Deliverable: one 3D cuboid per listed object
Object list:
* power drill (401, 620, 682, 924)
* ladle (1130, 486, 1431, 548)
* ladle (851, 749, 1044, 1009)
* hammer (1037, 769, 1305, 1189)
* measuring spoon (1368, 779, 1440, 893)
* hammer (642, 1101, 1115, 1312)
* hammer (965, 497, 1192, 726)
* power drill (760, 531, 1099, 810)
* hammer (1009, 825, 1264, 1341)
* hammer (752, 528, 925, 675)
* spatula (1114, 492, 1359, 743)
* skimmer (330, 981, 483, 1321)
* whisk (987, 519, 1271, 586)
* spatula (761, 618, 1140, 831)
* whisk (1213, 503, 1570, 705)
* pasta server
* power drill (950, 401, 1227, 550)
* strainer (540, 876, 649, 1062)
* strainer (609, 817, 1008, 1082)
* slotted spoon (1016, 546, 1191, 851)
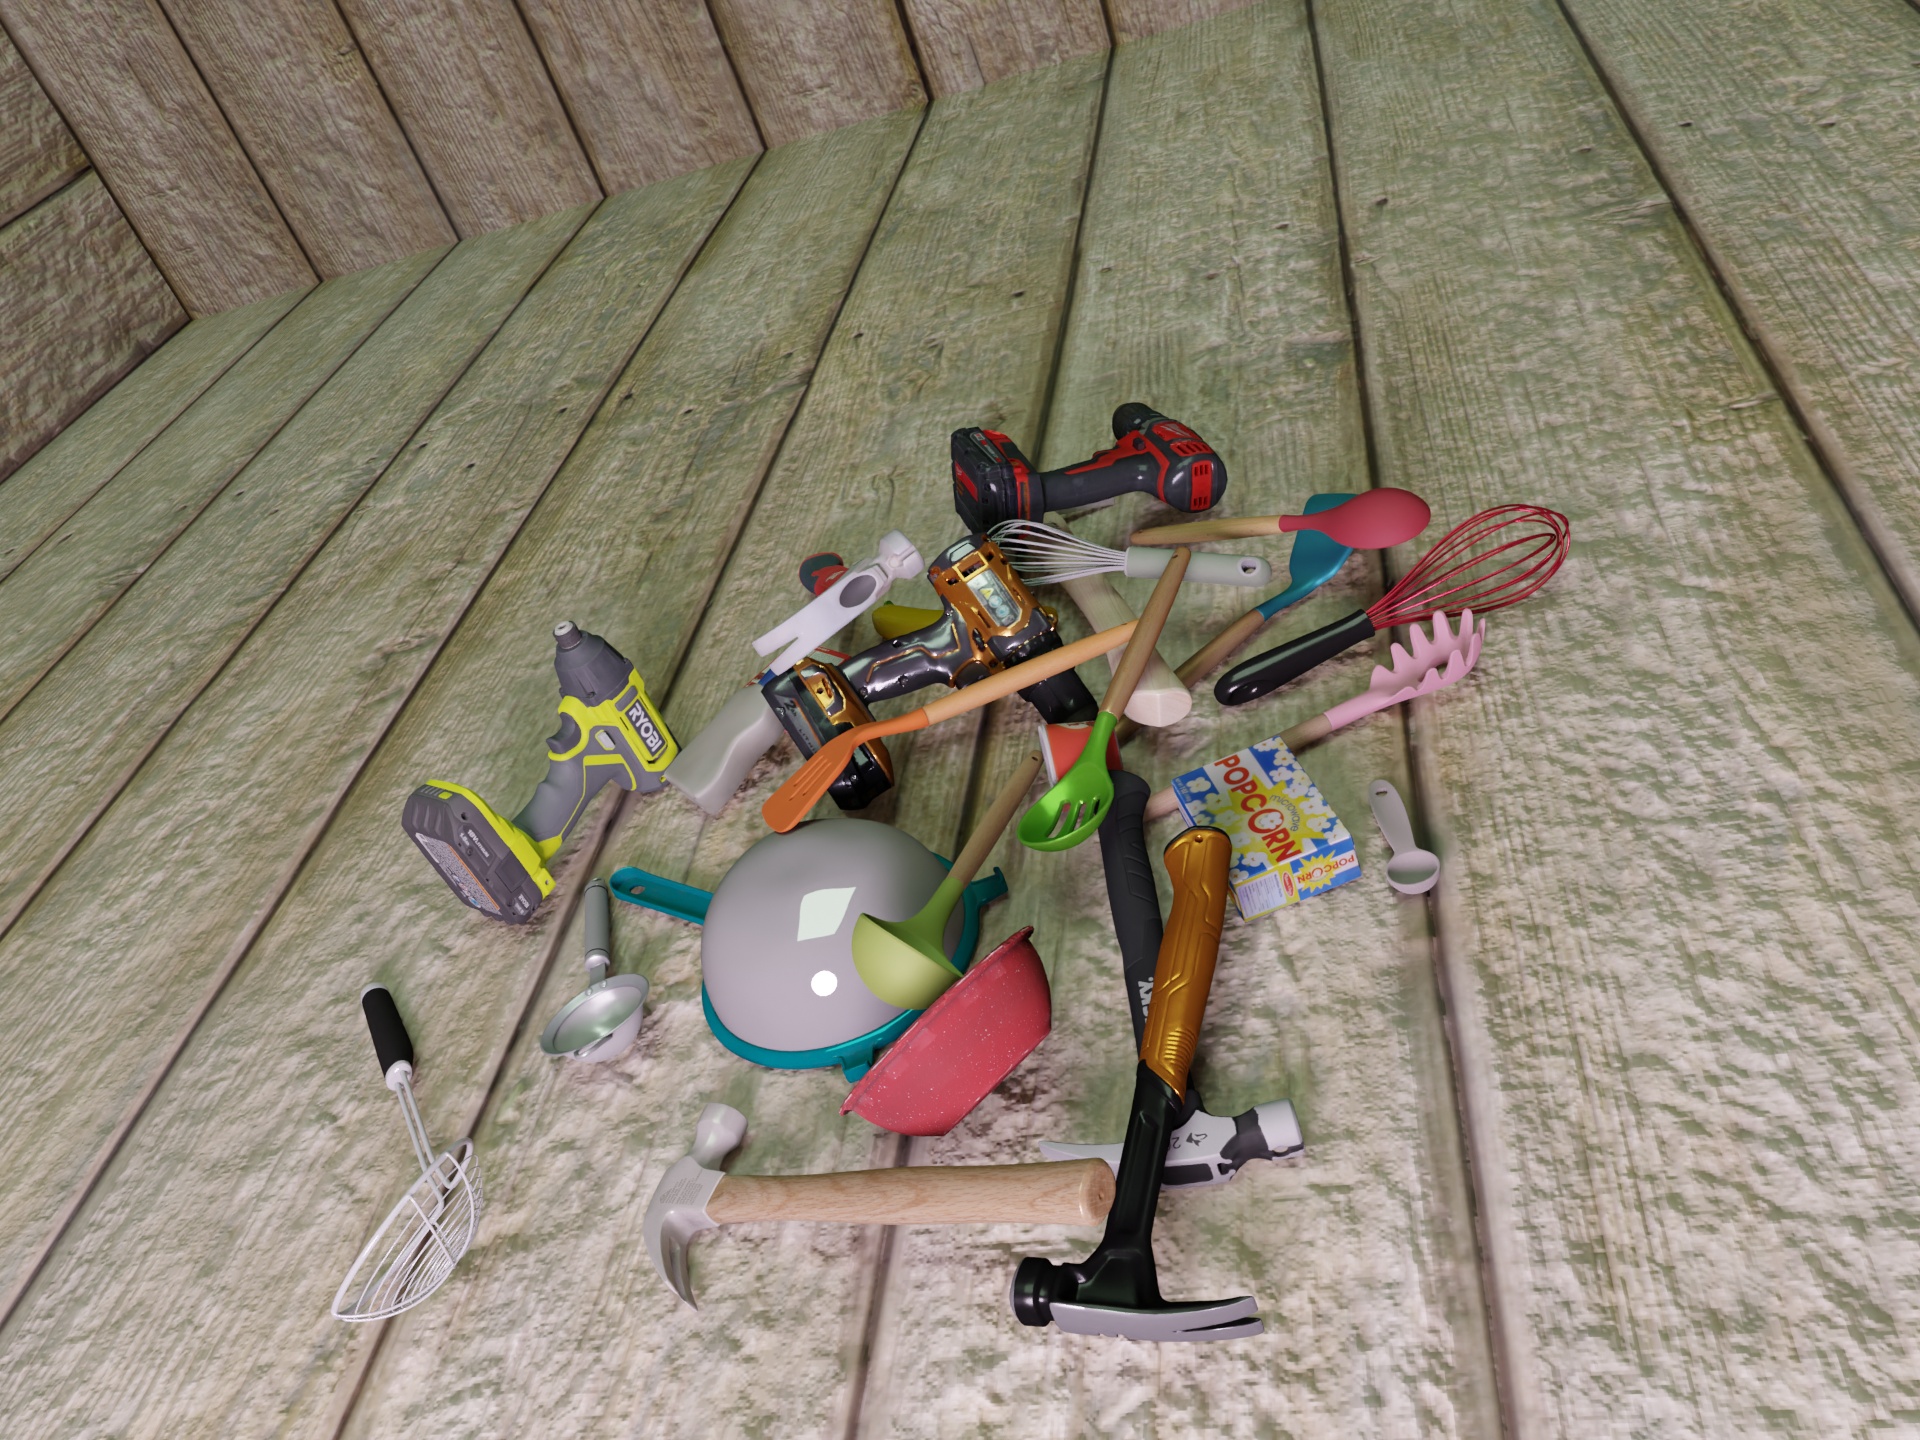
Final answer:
[{"bbox_3d":[-0.341,0.041,1.309,0.080,0.171,0.223,9,49,37],"label":"power drill"},{"bbox_3d":[0.251,-0.162,1.324,0.069,0.031,0.315,-48,27,-25],"label":"ladle"},{"bbox_3d":[0.010,0.091,1.084,0.078,0.062,0.320,32,34,3],"label":"ladle"},{"bbox_3d":[0.111,0.150,1.014,0.146,0.035,0.335,-16,38,9],"label":"hammer"},{"bbox_3d":[0.290,0.077,1.052,0.034,0.018,0.124,-17,28,11],"label":"measuring spoon"},{"bbox_3d":[-0.058,0.271,0.899,0.331,0.031,0.130,-14,35,37],"label":"hammer"},{"bbox_3d":[0.119,-0.112,1.345,0.146,0.038,0.411,-13,32,-8],"label":"hammer"},{"bbox_3d":[-0.018,-0.019,1.254,0.226,0.084,0.185,-34,76,-6],"label":"power drill"},{"bbox_3d":[0.125,0.189,0.905,0.127,0.034,0.337,-4,41,23],"label":"hammer"},{"bbox_3d":[-0.123,-0.110,1.378,0.143,0.038,0.386,-38,12,-4],"label":"hammer"},{"bbox_3d":[0.215,-0.078,1.272,0.317,0.044,0.082,-39,28,-21],"label":"spatula"},{"bbox_3d":[-0.404,0.270,1.100,0.127,0.090,0.364,-58,36,4],"label":"skimmer"},{"bbox_3d":[0.130,-0.130,1.297,0.246,0.059,0.058,6,73,16],"label":"whisk"},{"bbox_3d":[-0.002,-0.004,1.186,0.322,0.041,0.081,-23,16,-13],"label":"spatula"},{"bbox_3d":[0.327,-0.084,1.209,0.296,0.073,0.073,-27,34,2],"label":"whisk"},{"bbox_3d":[0.239,0.007,1.150,0.316,0.040,0.060,-26,26,-3],"label":"pasta server"},{"bbox_3d":[0.107,-0.233,1.440,0.226,0.080,0.188,-11,32,-12],"label":"power drill"},{"bbox_3d":[-0.268,0.186,1.186,0.087,0.050,0.259,-26,29,1],"label":"strainer"},{"bbox_3d":[-0.150,0.125,1.153,0.340,0.095,0.211,10,46,36],"label":"strainer"},{"bbox_3d":[0.117,-0.020,1.154,0.070,0.031,0.314,-9,41,39],"label":"slotted spoon"}]
